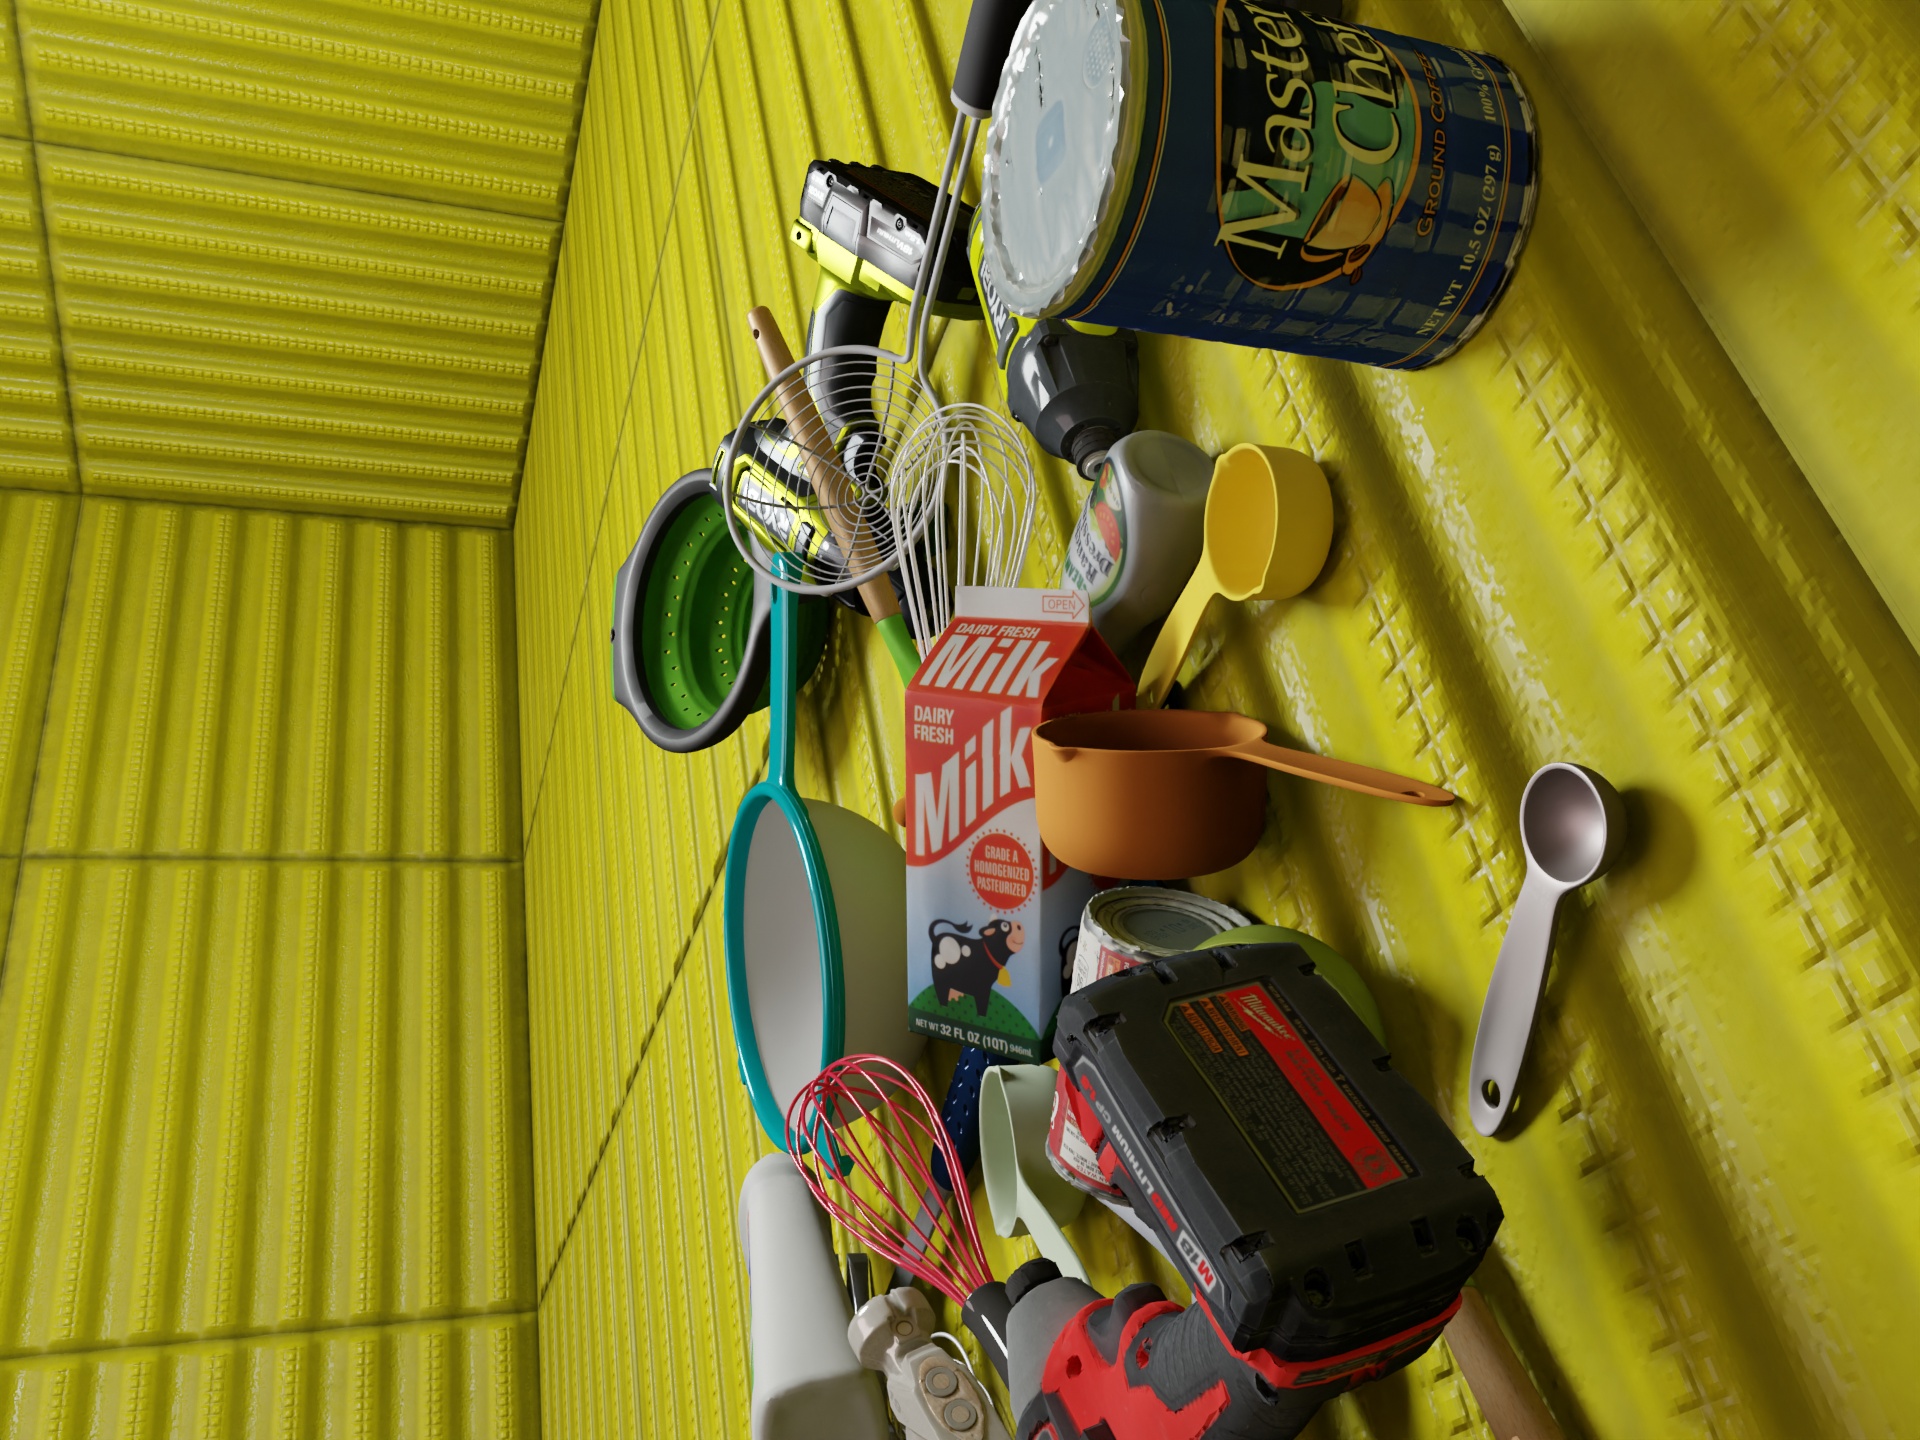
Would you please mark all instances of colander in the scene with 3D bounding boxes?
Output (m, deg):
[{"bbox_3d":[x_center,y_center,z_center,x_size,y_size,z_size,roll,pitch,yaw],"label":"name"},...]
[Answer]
[{"bbox_3d":[-0.109,-0.085,1.096,0.397,0.094,0.204,-11,76,50],"label":"colander"}]

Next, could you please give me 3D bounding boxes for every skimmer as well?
[{"bbox_3d":[-0.030,-0.213,0.703,0.127,0.090,0.363,47,141,24],"label":"skimmer"}]

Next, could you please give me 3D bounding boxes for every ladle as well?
[{"bbox_3d":[0.142,0.187,0.445,0.321,0.062,0.078,-113,35,-44],"label":"ladle"}]

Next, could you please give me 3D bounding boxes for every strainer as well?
[{"bbox_3d":[-0.067,0.074,0.917,0.211,0.095,0.340,-169,79,-67],"label":"strainer"}]

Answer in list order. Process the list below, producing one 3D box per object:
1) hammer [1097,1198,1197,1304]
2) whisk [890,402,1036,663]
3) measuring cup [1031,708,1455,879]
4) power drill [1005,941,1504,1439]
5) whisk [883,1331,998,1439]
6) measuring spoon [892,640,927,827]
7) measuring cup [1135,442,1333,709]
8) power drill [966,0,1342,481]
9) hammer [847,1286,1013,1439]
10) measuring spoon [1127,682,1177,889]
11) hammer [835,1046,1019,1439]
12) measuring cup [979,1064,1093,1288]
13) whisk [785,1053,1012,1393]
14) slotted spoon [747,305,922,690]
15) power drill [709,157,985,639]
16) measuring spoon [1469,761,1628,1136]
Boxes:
[{"bbox_3d":[0.082,0.377,0.596,0.143,0.038,0.386,-168,82,-70],"label":"hammer"},{"bbox_3d":[0.000,-0.002,0.737,0.070,0.070,0.284,-149,59,-66],"label":"whisk"},{"bbox_3d":[0.098,0.034,0.564,0.174,0.095,0.052,13,108,49],"label":"measuring cup"},{"bbox_3d":[0.066,0.179,0.483,0.143,0.078,0.219,-125,35,-44],"label":"power drill"},{"bbox_3d":[0.024,0.375,0.737,0.059,0.057,0.247,-63,31,7],"label":"whisk"},{"bbox_3d":[-0.031,0.008,0.961,0.021,0.011,0.117,-156,70,-67],"label":"measuring spoon"},{"bbox_3d":[0.103,-0.045,0.617,0.156,0.029,0.062,111,153,-54],"label":"measuring cup"},{"bbox_3d":[0.067,-0.224,0.659,0.223,0.080,0.171,113,152,-49],"label":"power drill"},{"bbox_3d":[-0.016,0.455,0.764,0.146,0.038,0.410,48,142,44],"label":"hammer"},{"bbox_3d":[0.086,0.046,0.662,0.042,0.021,0.129,-17,62,63],"label":"measuring spoon"},{"bbox_3d":[-0.013,0.245,0.856,0.144,0.035,0.405,-114,34,-48],"label":"hammer"},{"bbox_3d":[0.045,0.205,0.685,0.168,0.038,0.083,-140,48,-72],"label":"measuring cup"},{"bbox_3d":[0.001,0.233,0.669,0.296,0.073,0.073,39,124,53],"label":"whisk"},{"bbox_3d":[-0.047,-0.079,0.849,0.070,0.031,0.314,-27,85,46],"label":"slotted spoon"},{"bbox_3d":[-0.048,-0.174,0.886,0.191,0.080,0.228,41,125,34],"label":"power drill"},{"bbox_3d":[0.167,0.068,0.455,0.034,0.018,0.124,-126,36,-58],"label":"measuring spoon"}]
